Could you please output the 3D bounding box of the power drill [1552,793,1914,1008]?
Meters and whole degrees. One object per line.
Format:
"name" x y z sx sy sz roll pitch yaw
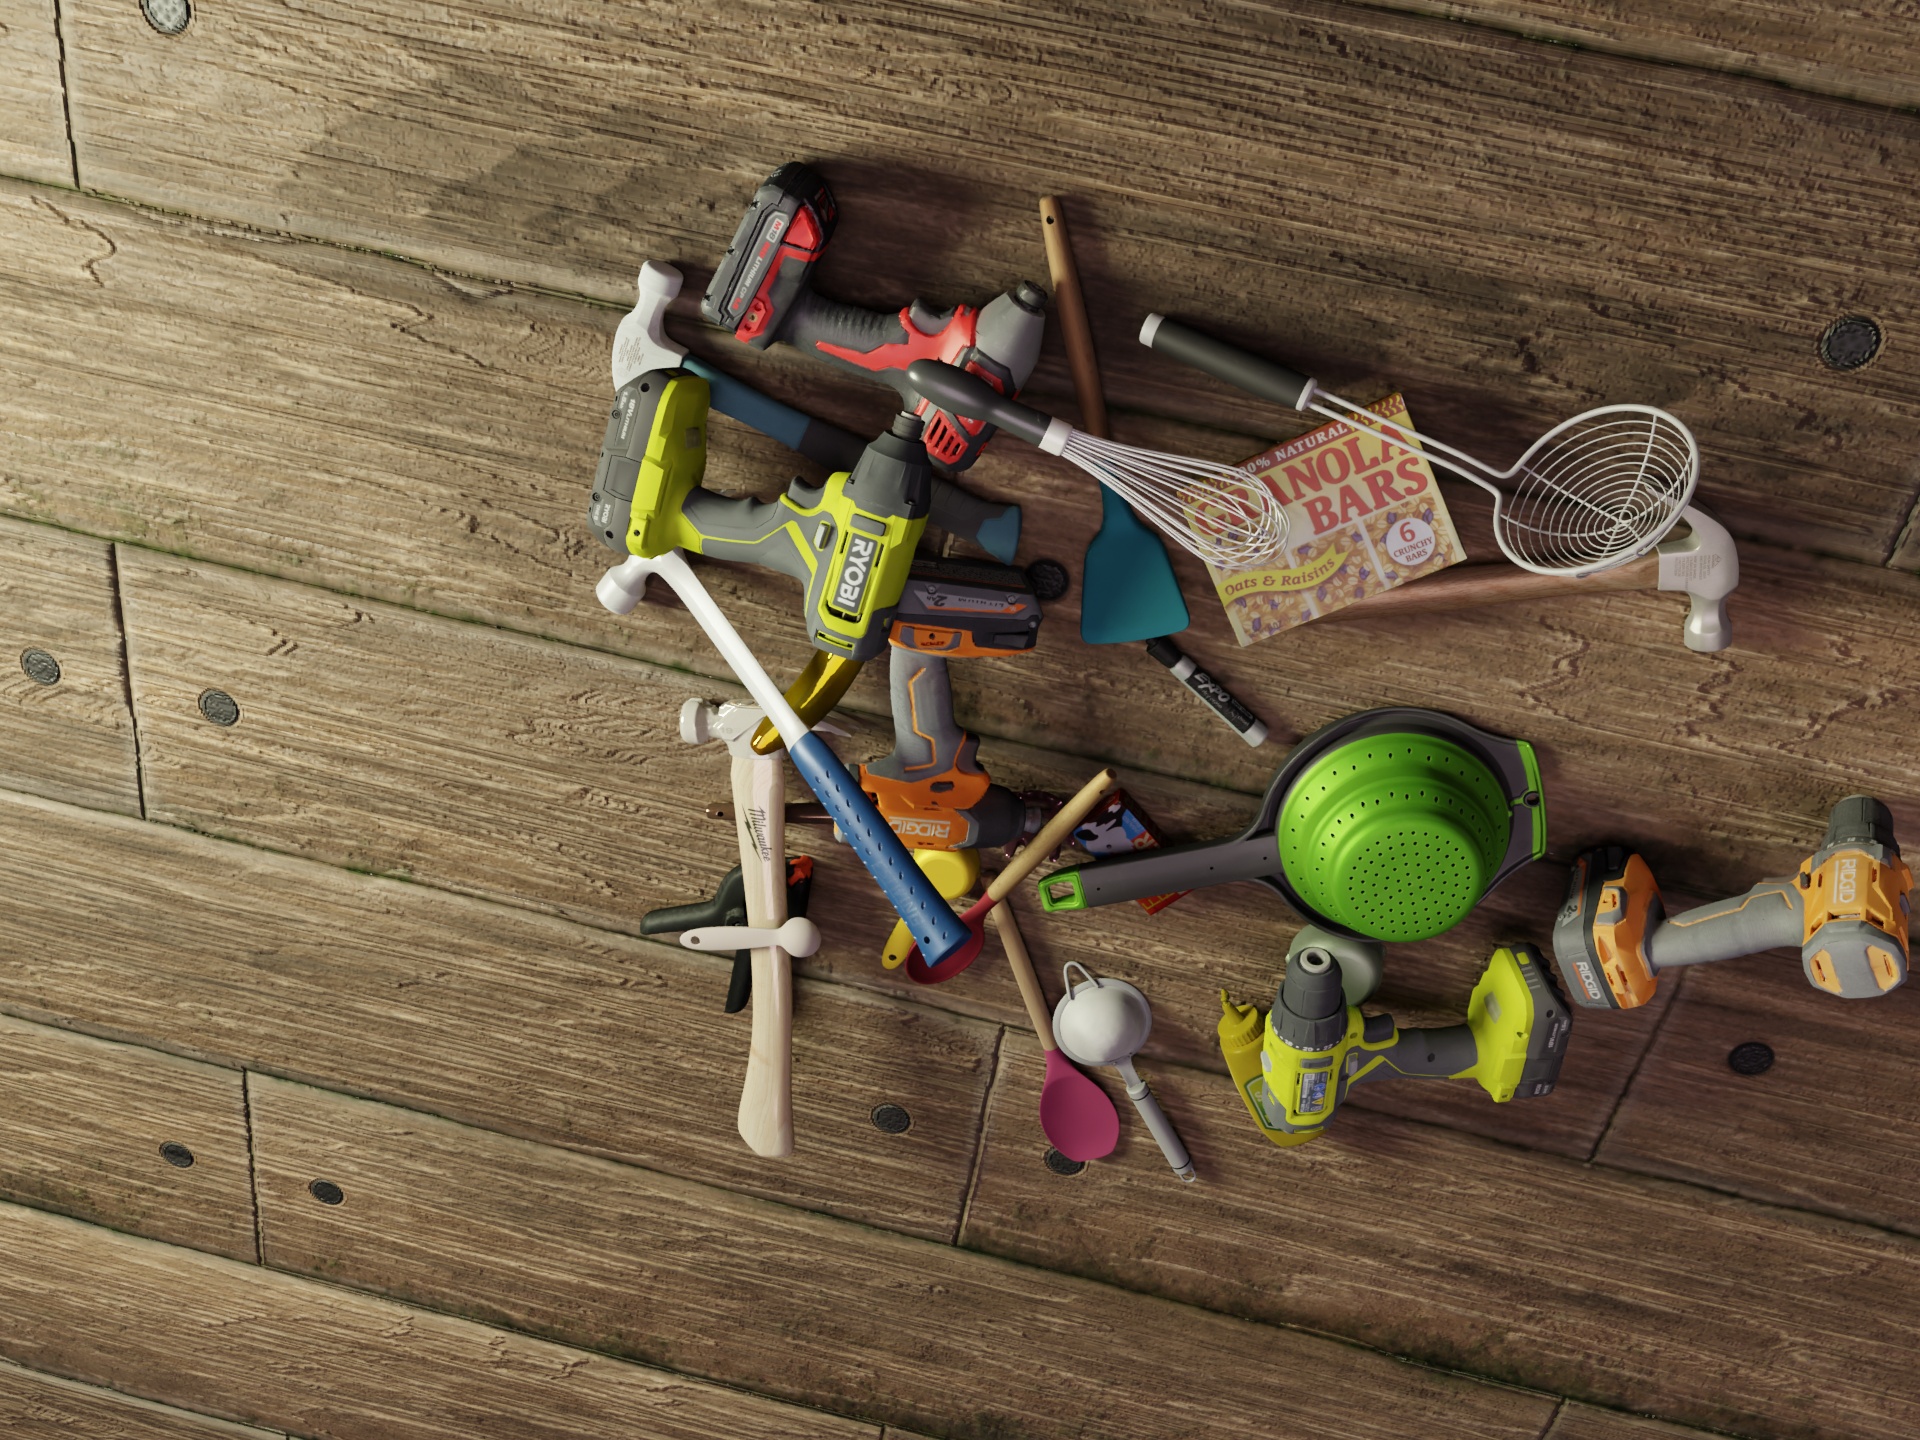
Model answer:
"power drill" 0.569 0.129 1.166 0.226 0.185 0.084 -13 117 38

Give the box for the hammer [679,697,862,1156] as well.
"hammer" -0.152 0.182 1.337 0.146 0.038 0.410 4 108 13

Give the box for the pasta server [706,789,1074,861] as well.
"pasta server" -0.061 0.080 1.311 0.316 0.040 0.060 1 106 11

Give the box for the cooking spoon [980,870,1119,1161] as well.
"cooking spoon" 0.073 0.265 1.397 0.069 0.017 0.318 -17 114 8

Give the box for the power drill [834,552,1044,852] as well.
"power drill" -0.002 -0.004 1.209 0.164 0.084 0.226 7 112 -10

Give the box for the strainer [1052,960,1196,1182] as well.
"strainer" 0.155 0.320 1.401 0.087 0.050 0.258 -27 114 7

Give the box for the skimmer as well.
"skimmer" 0.281 -0.200 1.024 0.363 0.090 0.127 27 79 14

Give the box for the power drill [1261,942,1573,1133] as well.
"power drill" 0.352 0.241 1.255 0.228 0.080 0.190 -6 131 -2

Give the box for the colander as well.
"colander" 0.253 0.116 1.219 0.397 0.095 0.204 -12 113 10

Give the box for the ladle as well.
"ladle" 0.039 0.127 1.274 0.069 0.031 0.315 5 143 -30

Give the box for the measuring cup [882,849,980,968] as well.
"measuring cup" -0.034 0.162 1.354 0.062 0.029 0.156 26 118 -4

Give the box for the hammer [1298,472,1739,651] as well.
"hammer" 0.376 -0.099 1.137 0.331 0.031 0.130 -5 117 13

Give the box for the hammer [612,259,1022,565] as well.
"hammer" -0.101 -0.205 1.167 0.331 0.033 0.128 26 119 -4

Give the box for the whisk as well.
"whisk" 0.094 -0.179 1.076 0.284 0.070 0.070 24 120 -4

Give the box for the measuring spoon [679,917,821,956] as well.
"measuring spoon" -0.176 0.183 1.313 0.124 0.018 0.034 -3 107 14

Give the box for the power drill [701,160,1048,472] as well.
"power drill" -0.052 -0.281 1.095 0.219 0.079 0.143 30 120 -10

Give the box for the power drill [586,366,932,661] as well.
"power drill" -0.134 -0.158 1.108 0.223 0.080 0.171 21 108 9

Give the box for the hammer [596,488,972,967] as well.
"hammer" -0.121 0.004 1.179 0.144 0.035 0.406 -45 74 28

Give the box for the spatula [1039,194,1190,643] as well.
"spatula" 0.096 -0.208 1.124 0.082 0.044 0.317 -7 115 18

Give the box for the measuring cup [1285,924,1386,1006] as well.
"measuring cup" 0.319 0.244 1.327 0.083 0.038 0.167 -7 114 14
